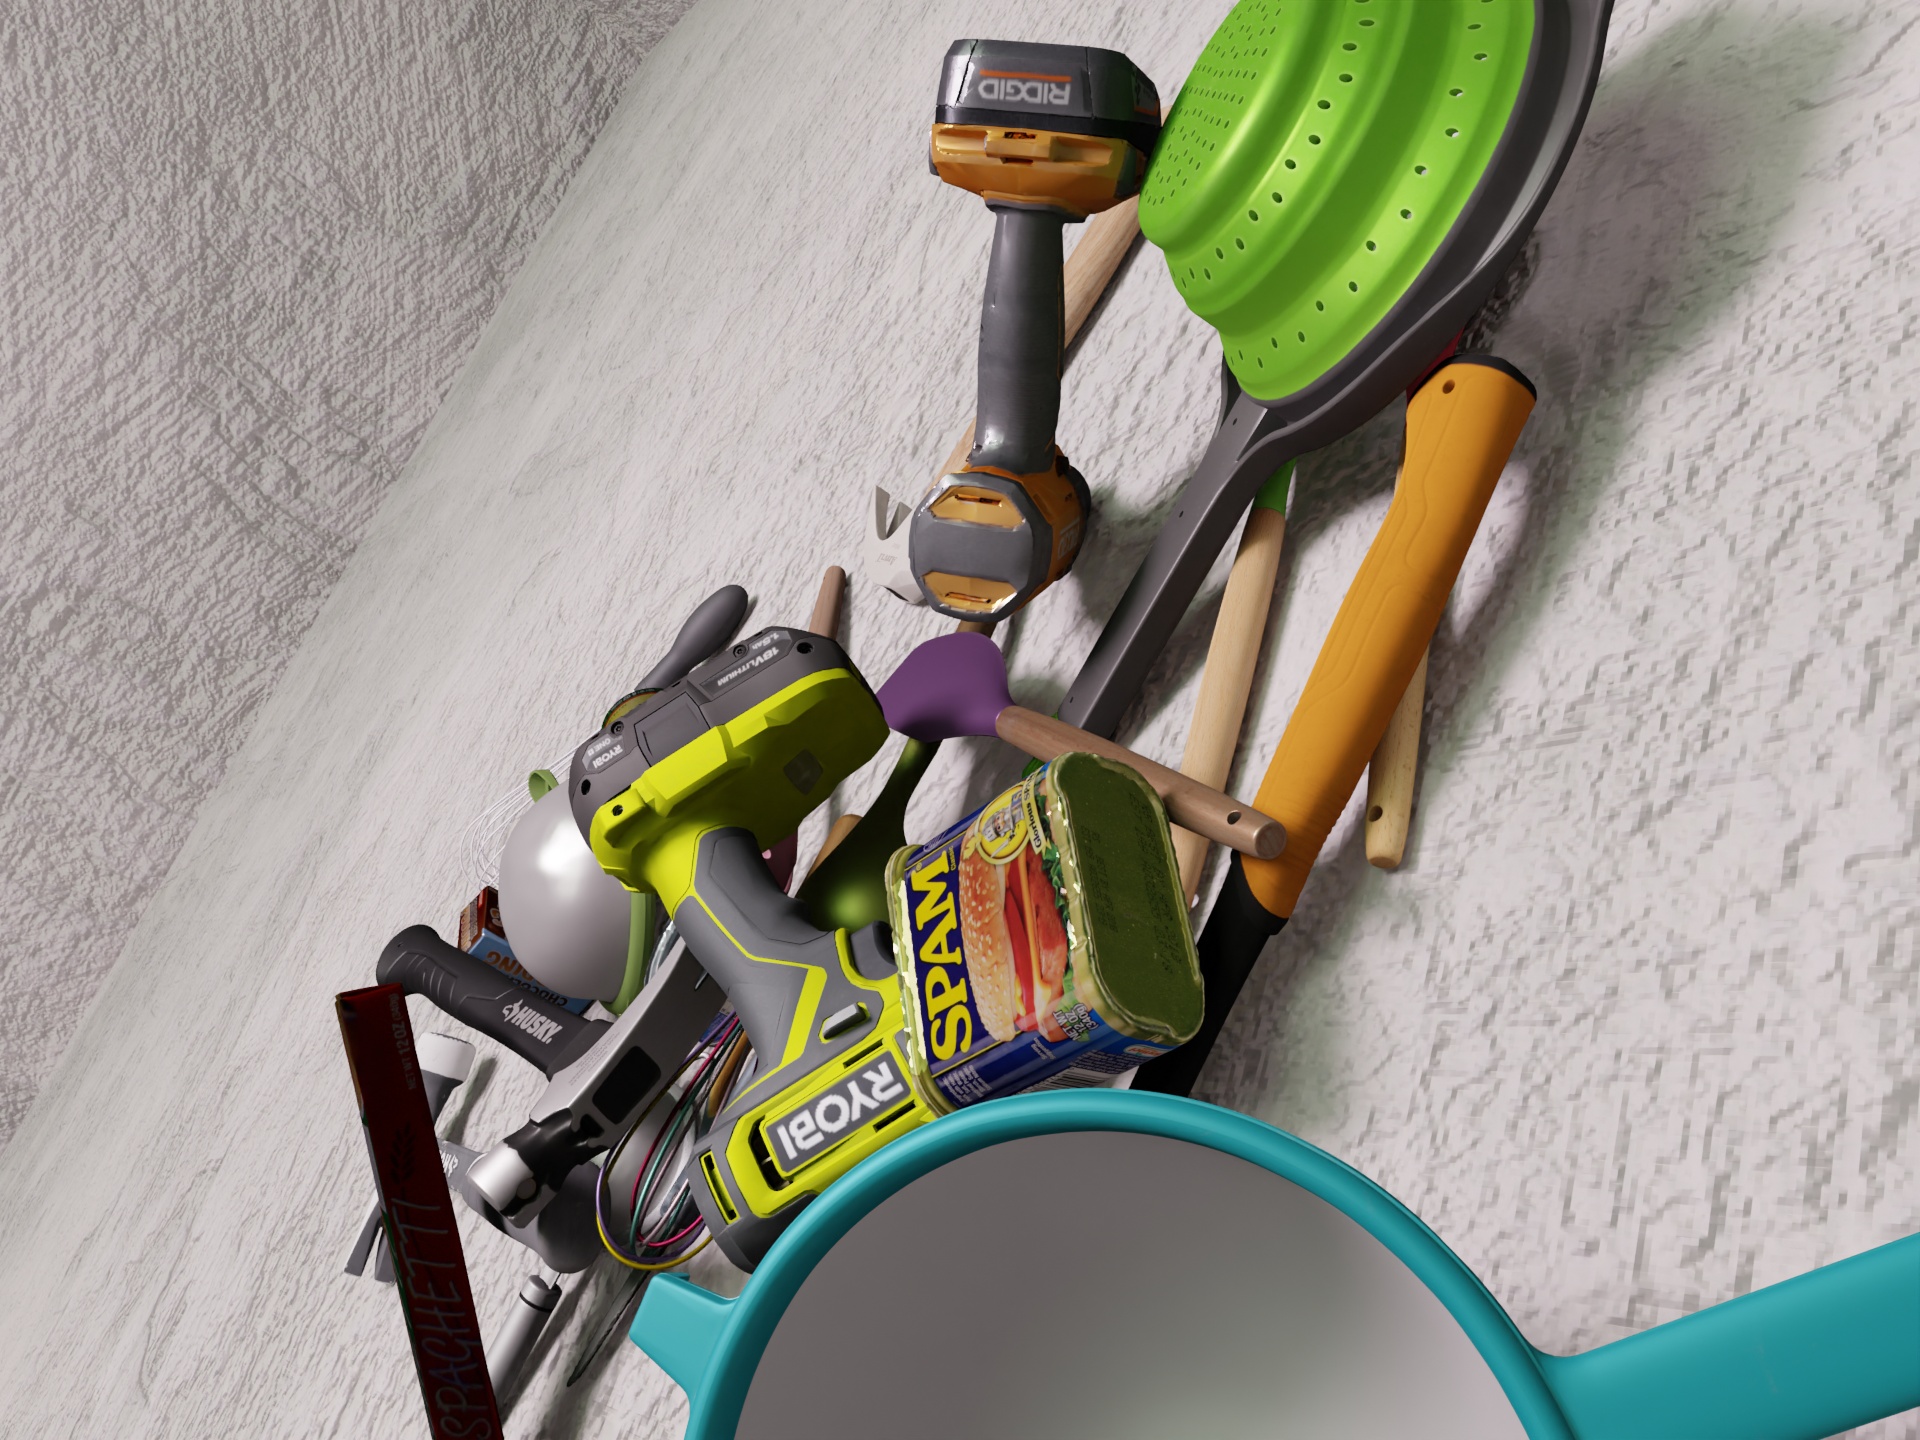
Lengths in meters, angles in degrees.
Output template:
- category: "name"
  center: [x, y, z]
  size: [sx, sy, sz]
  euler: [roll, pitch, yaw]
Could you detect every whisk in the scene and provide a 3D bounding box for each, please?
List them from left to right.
- category: "whisk"
  center: [-0.243, 0.016, 1.098]
  size: [0.284, 0.070, 0.070]
  euler: [-49, 29, 4]
- category: "whisk"
  center: [-0.090, 0.137, 0.716]
  size: [0.047, 0.051, 0.245]
  euler: [5, 45, 24]
- category: "whisk"
  center: [0.003, 0.259, 0.458]
  size: [0.296, 0.073, 0.073]
  euler: [-41, 31, 13]

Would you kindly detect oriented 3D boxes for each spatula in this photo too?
- category: "spatula"
  center: [0.033, 0.004, 0.627]
  size: [0.060, 0.018, 0.316]
  euler: [-49, 25, -7]

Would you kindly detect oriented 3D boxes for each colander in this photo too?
- category: "colander"
  center: [0.094, -0.144, 0.620]
  size: [0.397, 0.094, 0.205]
  euler: [-61, 17, 18]

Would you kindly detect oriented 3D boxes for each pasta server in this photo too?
- category: "pasta server"
  center: [-0.094, 0.002, 0.867]
  size: [0.060, 0.040, 0.316]
  euler: [-57, 16, 35]

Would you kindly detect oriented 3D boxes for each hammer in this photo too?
- category: "hammer"
  center: [-0.255, 0.241, 0.827]
  size: [0.409, 0.036, 0.149]
  euler: [-17, 53, 60]
- category: "hammer"
  center: [-0.224, 0.138, 0.788]
  size: [0.146, 0.035, 0.335]
  euler: [-47, 26, -23]
- category: "hammer"
  center: [0.044, -0.213, 0.916]
  size: [0.331, 0.031, 0.130]
  euler: [-59, 29, -7]
- category: "hammer"
  center: [0.112, 0.032, 0.517]
  size: [0.127, 0.034, 0.337]
  euler: [14, 77, 63]

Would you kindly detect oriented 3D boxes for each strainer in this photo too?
- category: "strainer"
  center: [-0.246, 0.078, 0.942]
  size: [0.257, 0.069, 0.151]
  euler: [33, 120, 58]
- category: "strainer"
  center: [-0.202, 0.273, 0.777]
  size: [0.087, 0.050, 0.258]
  euler: [23, 83, 47]
- category: "strainer"
  center: [0.100, 0.169, 0.363]
  size: [0.340, 0.095, 0.211]
  euler: [-25, 70, 12]

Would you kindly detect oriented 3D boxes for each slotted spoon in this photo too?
- category: "slotted spoon"
  center: [0.118, -0.060, 0.646]
  size: [0.070, 0.031, 0.314]
  euler: [-23, 44, 55]

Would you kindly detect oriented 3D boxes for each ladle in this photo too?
- category: "ladle"
  center: [-0.001, -0.002, 0.765]
  size: [0.078, 0.062, 0.320]
  euler: [-8, 45, 39]
- category: "ladle"
  center: [0.170, -0.086, 0.594]
  size: [0.069, 0.031, 0.316]
  euler: [-21, 45, 45]

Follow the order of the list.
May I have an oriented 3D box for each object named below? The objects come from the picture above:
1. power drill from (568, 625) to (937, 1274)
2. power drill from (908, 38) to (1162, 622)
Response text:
- category: "power drill"
  center: [-0.052, 0.077, 0.627]
  size: [0.171, 0.080, 0.223]
  euler: [-32, 57, 0]
- category: "power drill"
  center: [0.035, -0.167, 0.703]
  size: [0.185, 0.084, 0.226]
  euler: [-44, -38, -70]
